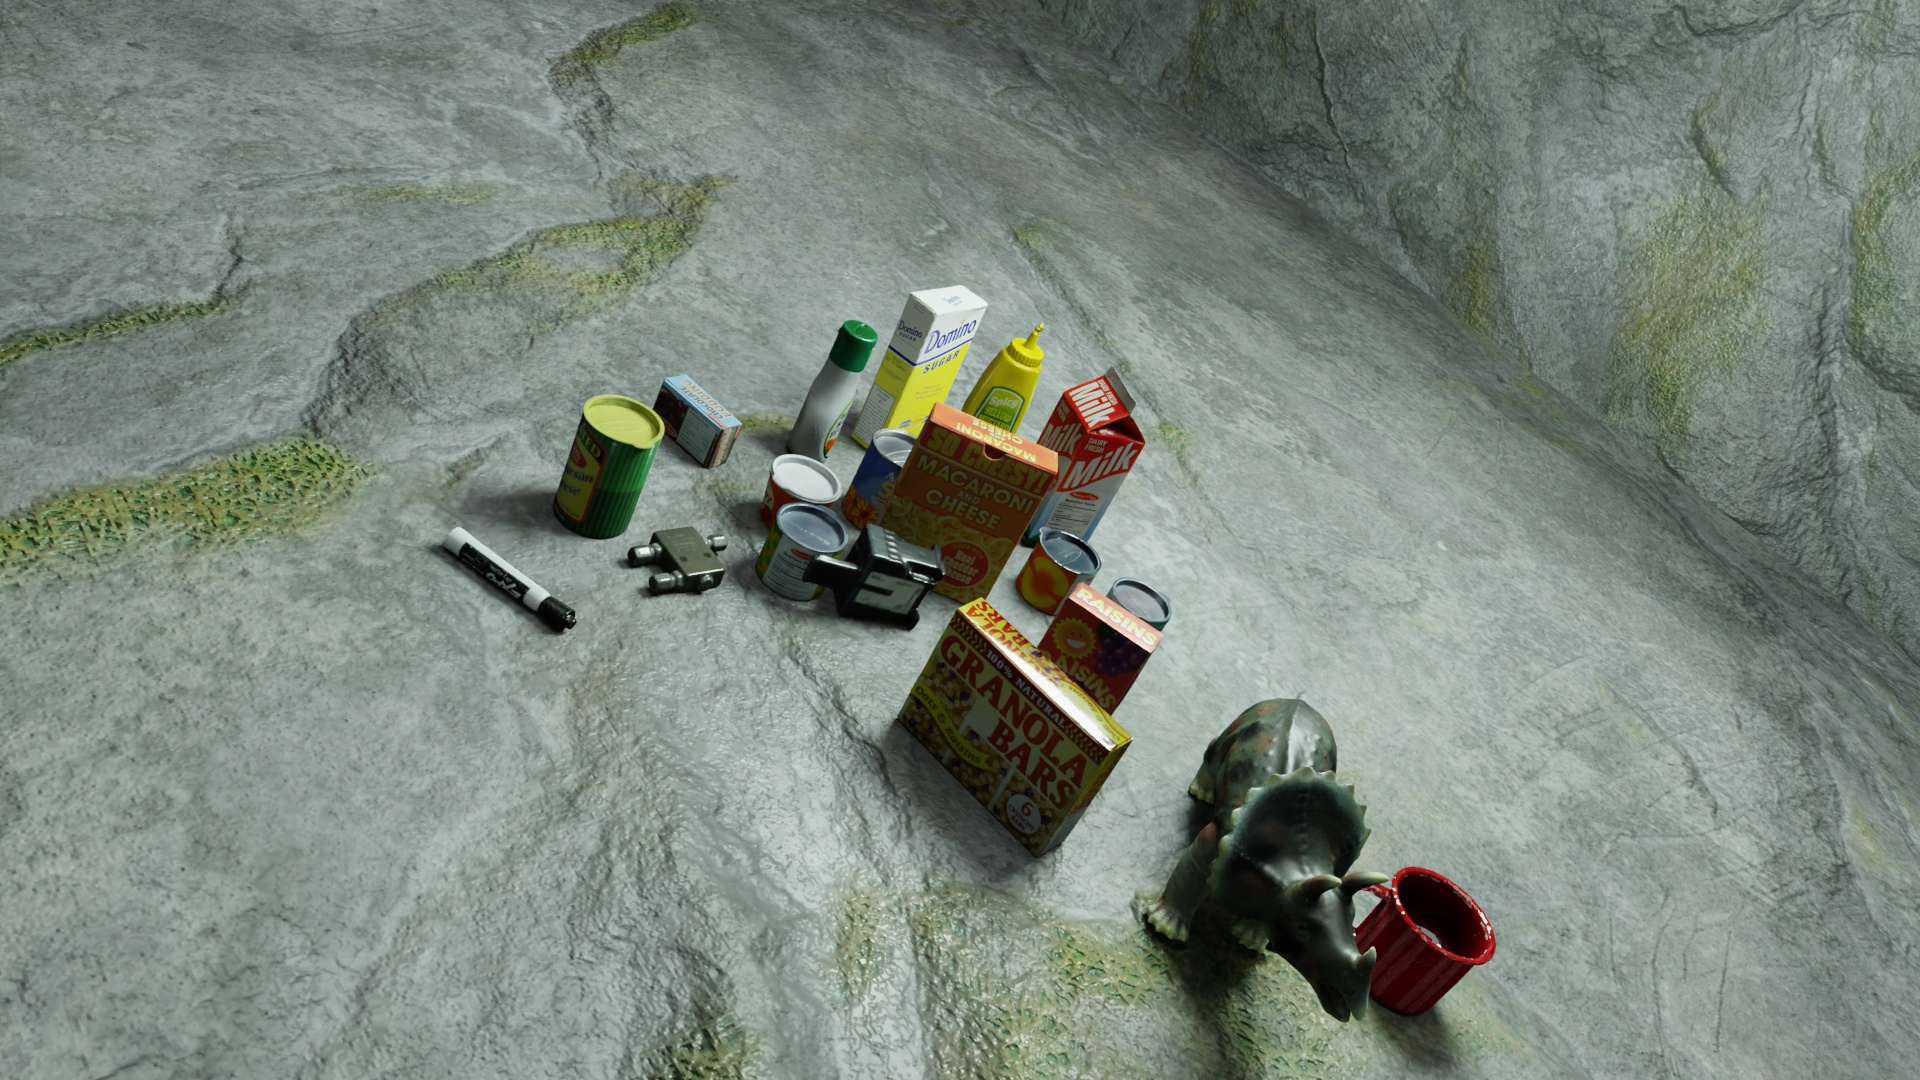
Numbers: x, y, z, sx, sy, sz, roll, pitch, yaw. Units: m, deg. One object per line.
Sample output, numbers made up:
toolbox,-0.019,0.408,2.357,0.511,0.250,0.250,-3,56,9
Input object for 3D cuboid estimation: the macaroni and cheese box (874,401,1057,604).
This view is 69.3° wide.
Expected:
macaroni and cheese box,-0.002,-0.029,1.264,0.124,0.165,0.040,22,31,-9

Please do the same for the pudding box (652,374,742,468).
pudding box,-0.250,-0.113,1.308,0.084,0.049,0.030,40,33,19

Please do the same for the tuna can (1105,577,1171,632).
tuna can,0.176,0.070,1.386,0.071,0.032,0.071,20,32,-13

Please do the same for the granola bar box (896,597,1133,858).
granola bar box,0.038,0.145,1.082,0.166,0.123,0.039,42,34,22

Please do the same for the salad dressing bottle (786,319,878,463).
salad dressing bottle,-0.124,-0.145,1.357,0.044,0.147,0.064,27,31,-2

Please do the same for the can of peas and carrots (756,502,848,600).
can of peas and carrots,-0.137,0.008,1.209,0.071,0.058,0.071,20,32,-13

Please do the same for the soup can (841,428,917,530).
soup can,-0.067,-0.053,1.329,0.071,0.083,0.072,20,32,-13

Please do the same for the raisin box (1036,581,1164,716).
raisin box,0.106,0.108,1.188,0.086,0.122,0.040,34,31,10

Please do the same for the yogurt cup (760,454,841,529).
yogurt cup,-0.149,-0.038,1.272,0.072,0.053,0.073,20,32,-13

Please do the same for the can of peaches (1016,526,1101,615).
can of peaches,0.094,0.030,1.356,0.071,0.057,0.071,20,32,-13

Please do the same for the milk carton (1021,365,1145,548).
milk carton,0.123,-0.083,1.417,0.073,0.189,0.072,9,36,-29

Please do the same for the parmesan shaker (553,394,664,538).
parmesan shaker,-0.290,-0.058,1.145,0.071,0.102,0.072,20,32,-13

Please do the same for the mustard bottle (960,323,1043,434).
mustard bottle,0.051,-0.170,1.519,0.065,0.159,0.049,20,32,-14
